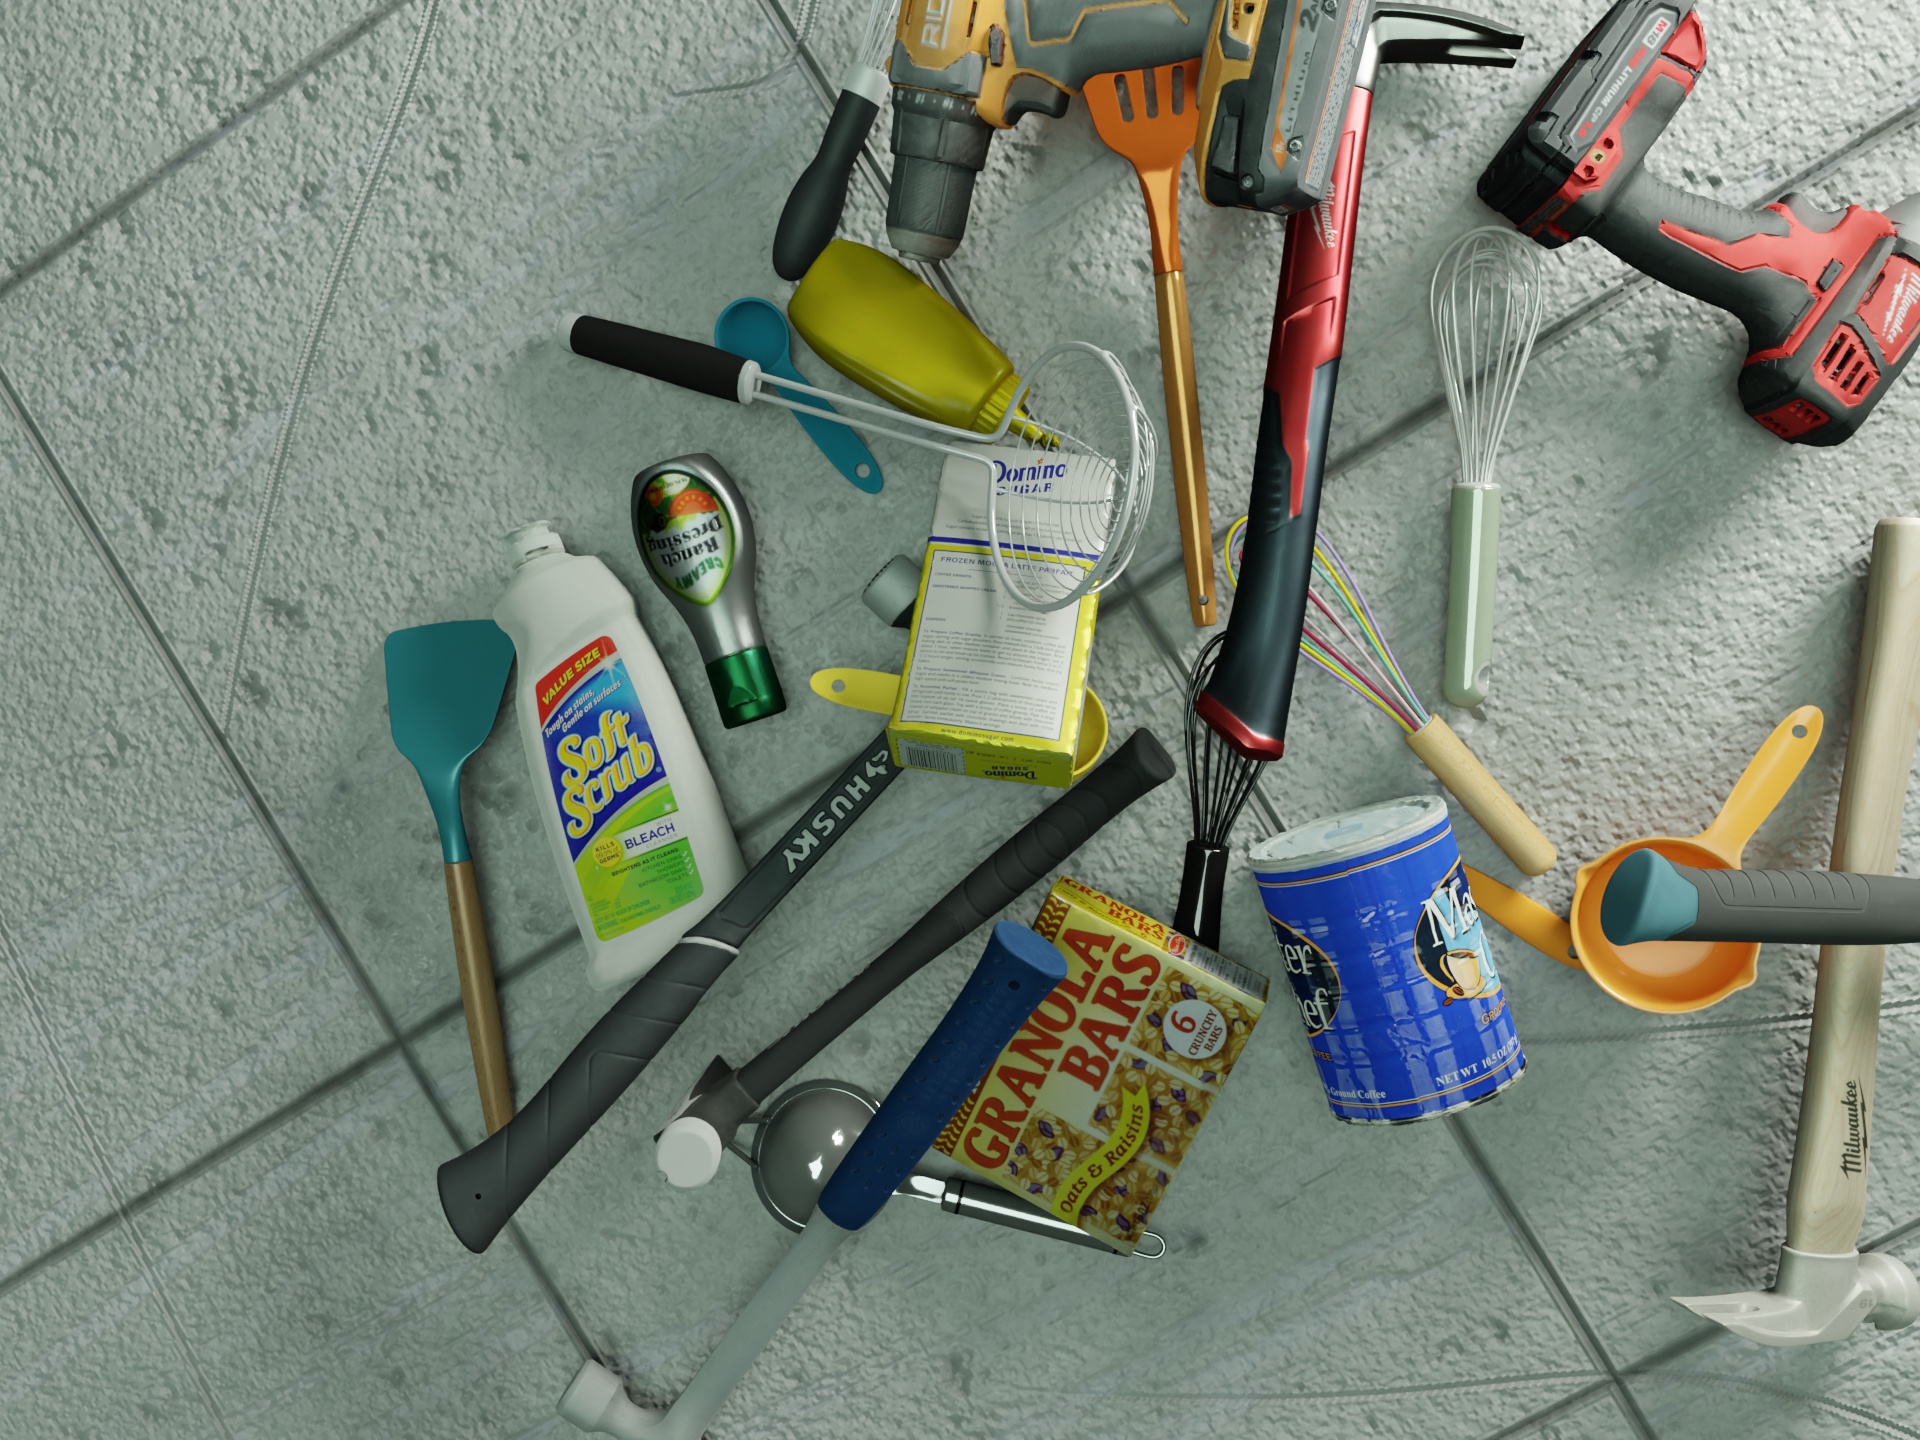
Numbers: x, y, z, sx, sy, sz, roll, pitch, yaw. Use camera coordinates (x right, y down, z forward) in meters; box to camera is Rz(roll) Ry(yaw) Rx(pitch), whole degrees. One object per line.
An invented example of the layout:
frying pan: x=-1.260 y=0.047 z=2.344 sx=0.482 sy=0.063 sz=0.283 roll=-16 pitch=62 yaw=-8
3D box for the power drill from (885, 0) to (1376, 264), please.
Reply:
power drill: x=0.067 y=-0.300 z=0.769 sx=0.226 sy=0.084 sz=0.185 roll=18 pitch=108 yaw=19

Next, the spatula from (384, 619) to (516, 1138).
spatula: x=-0.278 y=0.103 z=0.913 sx=0.082 sy=0.044 sz=0.317 roll=-5 pitch=98 yaw=7

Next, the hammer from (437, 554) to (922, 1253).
hammer: x=-0.112 y=0.106 z=0.825 sx=0.149 sy=0.036 sz=0.409 roll=42 pitch=78 yaw=-1

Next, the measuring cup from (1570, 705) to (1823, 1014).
measuring cup: x=0.380 y=0.069 z=0.807 sx=0.095 sy=0.052 sz=0.173 roll=35 pitch=94 yaw=21

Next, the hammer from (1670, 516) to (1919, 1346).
hammer: x=0.439 y=0.104 z=0.790 sx=0.146 sy=0.038 sz=0.410 roll=6 pitch=91 yaw=-26

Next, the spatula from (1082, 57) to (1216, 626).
spatula: x=0.113 y=-0.211 z=0.844 sx=0.081 sy=0.041 sz=0.322 roll=-6 pitch=97 yaw=7

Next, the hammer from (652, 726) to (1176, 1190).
hammer: x=-0.020 y=0.118 z=0.845 sx=0.335 sy=0.146 sz=0.035 roll=-39 pitch=91 yaw=-4

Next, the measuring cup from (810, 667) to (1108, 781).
measuring cup: x=-0.001 y=-0.003 z=0.831 sx=0.156 sy=0.029 sz=0.062 roll=11 pitch=71 yaw=4

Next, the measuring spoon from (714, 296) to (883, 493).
measuring spoon: x=-0.085 y=-0.177 z=0.876 sx=0.042 sy=0.021 sz=0.128 roll=-38 pitch=98 yaw=15

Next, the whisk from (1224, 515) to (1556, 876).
whisk: x=0.223 y=-0.010 z=0.832 sx=0.245 sy=0.047 sz=0.051 roll=48 pitch=132 yaw=-3

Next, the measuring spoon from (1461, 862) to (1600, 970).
measuring spoon: x=0.290 y=0.099 z=0.845 sx=0.117 sy=0.011 sz=0.021 roll=33 pitch=97 yaw=4

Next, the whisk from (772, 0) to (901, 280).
whisk: x=-0.035 y=-0.365 z=0.838 sx=0.070 sy=0.070 sz=0.284 roll=26 pitch=102 yaw=5

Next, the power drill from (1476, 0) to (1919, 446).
power drill: x=0.382 y=-0.251 z=0.778 sx=0.219 sy=0.078 sz=0.143 roll=37 pitch=88 yaw=0

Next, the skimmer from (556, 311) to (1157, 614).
skimmer: x=-0.069 y=-0.156 z=0.797 sx=0.363 sy=0.090 sz=0.127 roll=19 pitch=108 yaw=19

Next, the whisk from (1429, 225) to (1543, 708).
whisk: x=0.266 y=-0.129 z=0.821 sx=0.059 sy=0.057 sz=0.246 roll=7 pitch=99 yaw=41

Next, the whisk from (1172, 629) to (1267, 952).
whisk: x=0.135 y=0.069 z=0.849 sx=0.055 sy=0.055 sz=0.239 roll=8 pitch=99 yaw=6

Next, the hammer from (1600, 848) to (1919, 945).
hammer: x=0.453 y=0.089 z=0.754 sx=0.331 sy=0.033 sz=0.128 roll=3 pitch=88 yaw=-15

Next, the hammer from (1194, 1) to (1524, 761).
hammer: x=0.185 y=-0.170 z=0.790 sx=0.143 sy=0.038 sz=0.386 roll=7 pitch=84 yaw=10

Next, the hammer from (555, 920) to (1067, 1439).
hammer: x=-0.065 y=0.272 z=0.845 sx=0.144 sy=0.035 sz=0.405 roll=34 pitch=110 yaw=-1

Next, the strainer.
strainer: x=-0.012 y=0.260 z=0.882 sx=0.258 sy=0.050 sz=0.087 roll=13 pitch=81 yaw=3
